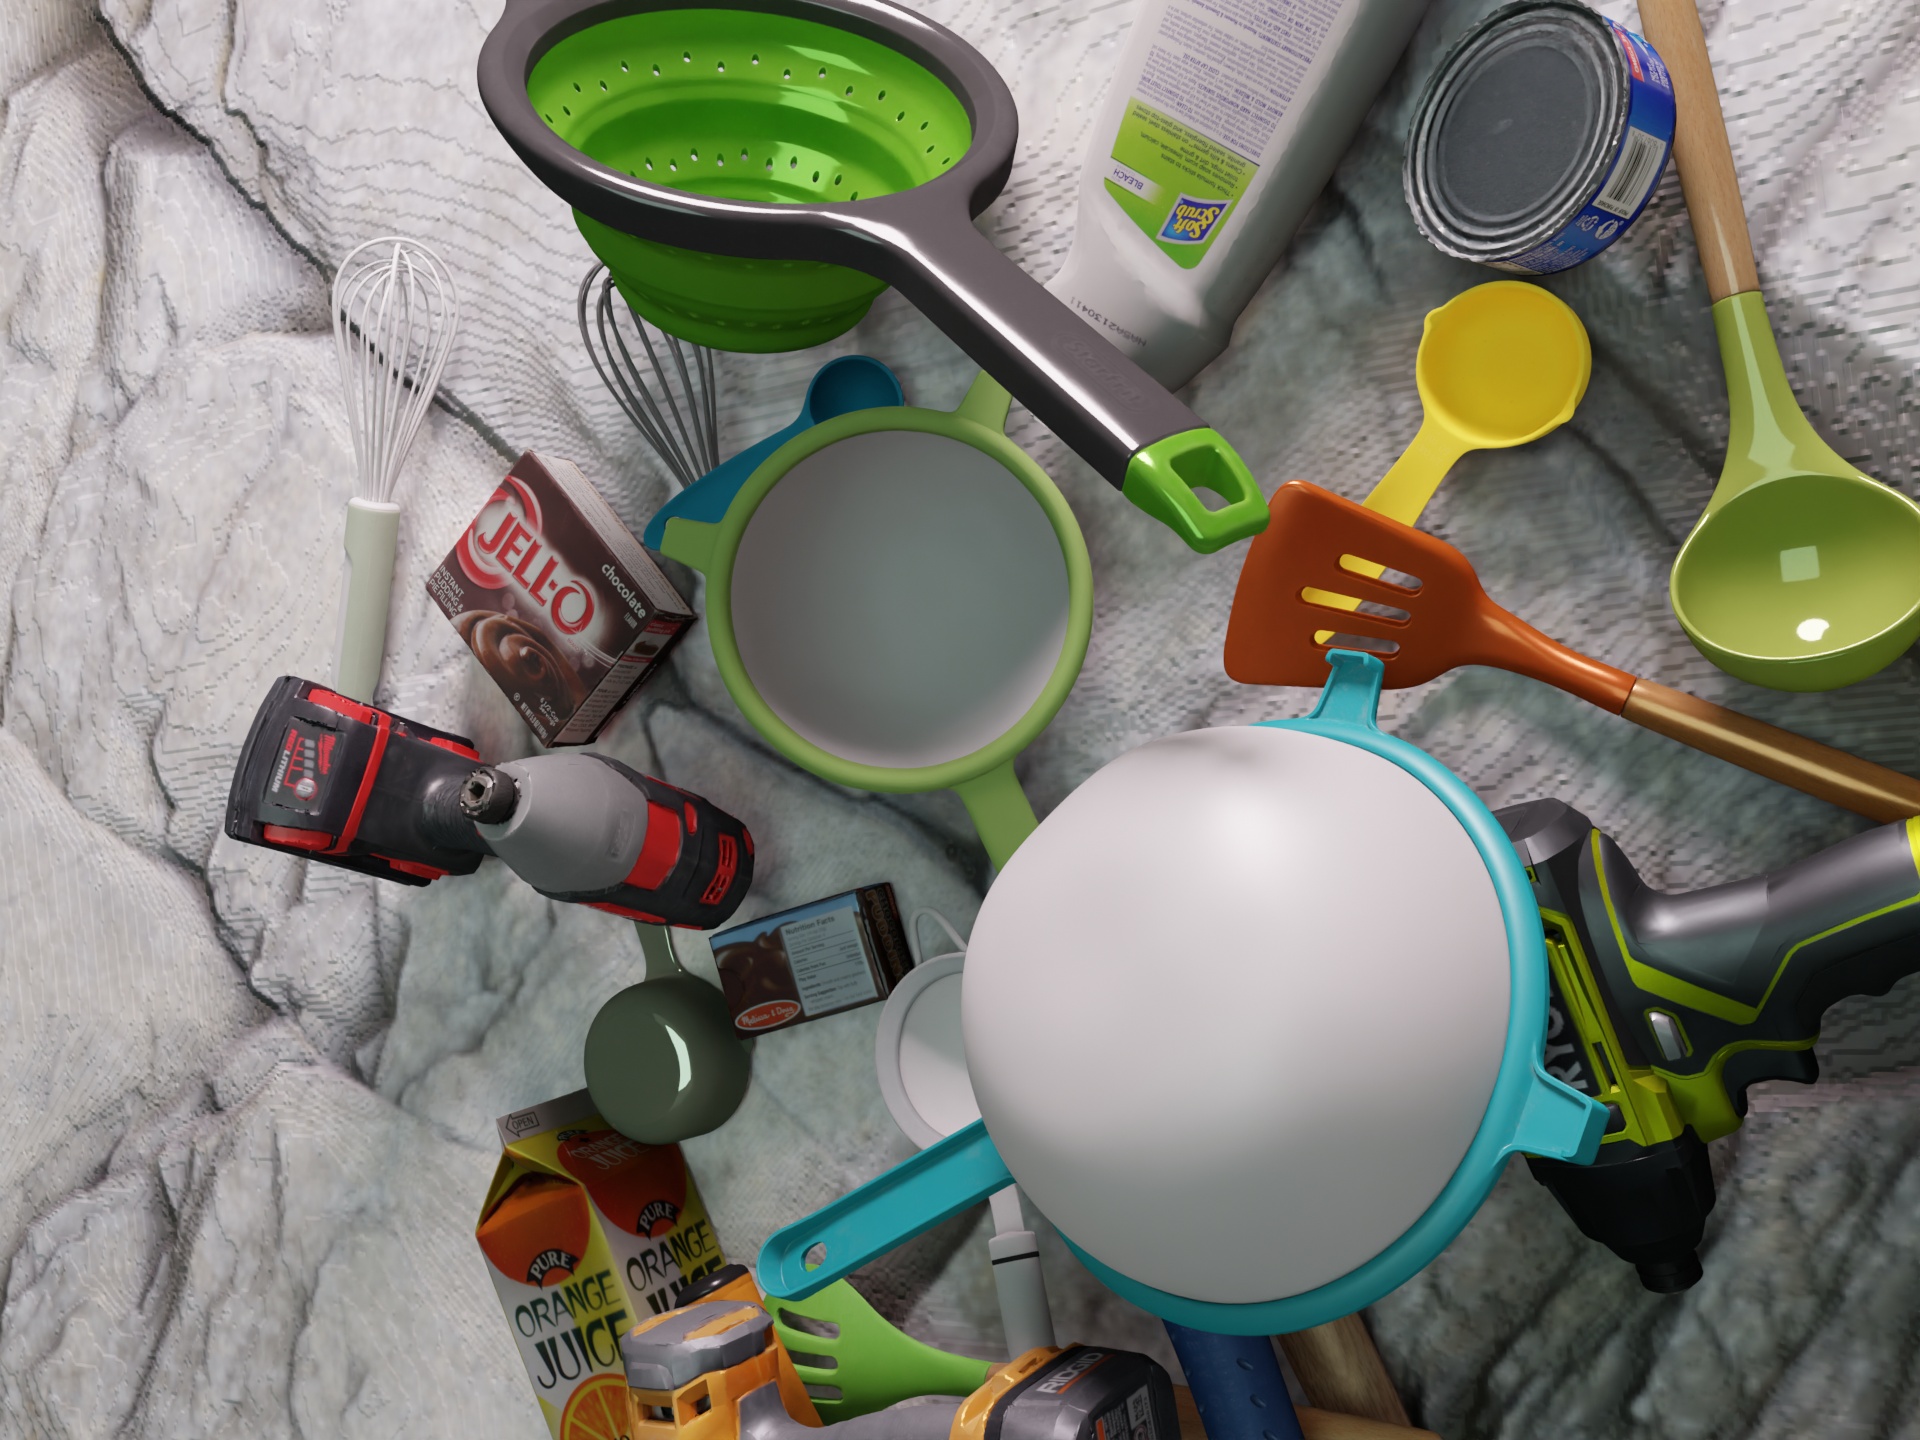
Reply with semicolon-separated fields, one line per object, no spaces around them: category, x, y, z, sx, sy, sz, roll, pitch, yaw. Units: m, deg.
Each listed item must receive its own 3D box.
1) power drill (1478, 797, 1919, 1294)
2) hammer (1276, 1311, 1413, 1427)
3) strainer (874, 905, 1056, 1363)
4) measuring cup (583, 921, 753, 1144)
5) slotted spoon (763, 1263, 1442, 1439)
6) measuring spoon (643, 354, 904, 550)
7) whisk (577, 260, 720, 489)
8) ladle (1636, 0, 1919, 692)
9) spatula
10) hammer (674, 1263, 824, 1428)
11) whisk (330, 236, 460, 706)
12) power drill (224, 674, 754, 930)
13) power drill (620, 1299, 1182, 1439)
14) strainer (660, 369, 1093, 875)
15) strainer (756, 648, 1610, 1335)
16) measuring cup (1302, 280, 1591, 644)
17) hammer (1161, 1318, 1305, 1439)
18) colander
power drill;0.277;0.091;0.494;0.223;0.080;0.171;-20;95;34
hammer;0.154;0.272;0.597;0.130;0.031;0.331;-32;78;24
strainer;0.019;0.201;0.630;0.087;0.050;0.259;-21;68;26
measuring cup;-0.149;0.114;0.736;0.083;0.038;0.167;-17;84;26
slotted spoon;0.035;0.266;0.636;0.314;0.031;0.070;-6;87;33
measuring spoon;-0.081;-0.110;0.684;0.128;0.021;0.042;-33;87;3
whisk;-0.110;-0.101;0.708;0.055;0.055;0.239;-24;87;25
ladle;0.247;-0.166;0.520;0.078;0.062;0.320;-13;84;26
spatula;0.247;0.005;0.534;0.323;0.041;0.081;25;119;22
hammer;-0.025;0.379;0.644;0.127;0.034;0.337;-37;75;33
whisk;-0.293;-0.116;0.796;0.058;0.059;0.246;36;117;61
power drill;-0.212;0.039;0.697;0.220;0.143;0.078;7;77;33
power drill;-0.027;0.313;0.576;0.226;0.084;0.185;-12;85;35
strainer;-0.001;-0.002;0.651;0.151;0.069;0.256;-25;97;2
strainer;0.025;0.118;0.545;0.340;0.095;0.211;-36;47;25
measuring cup;0.170;-0.088;0.583;0.062;0.029;0.156;43;121;19
hammer;0.149;0.363;0.555;0.144;0.035;0.405;-20;91;32
colander;-0.037;-0.161;0.595;0.397;0.204;0.094;48;146;30
